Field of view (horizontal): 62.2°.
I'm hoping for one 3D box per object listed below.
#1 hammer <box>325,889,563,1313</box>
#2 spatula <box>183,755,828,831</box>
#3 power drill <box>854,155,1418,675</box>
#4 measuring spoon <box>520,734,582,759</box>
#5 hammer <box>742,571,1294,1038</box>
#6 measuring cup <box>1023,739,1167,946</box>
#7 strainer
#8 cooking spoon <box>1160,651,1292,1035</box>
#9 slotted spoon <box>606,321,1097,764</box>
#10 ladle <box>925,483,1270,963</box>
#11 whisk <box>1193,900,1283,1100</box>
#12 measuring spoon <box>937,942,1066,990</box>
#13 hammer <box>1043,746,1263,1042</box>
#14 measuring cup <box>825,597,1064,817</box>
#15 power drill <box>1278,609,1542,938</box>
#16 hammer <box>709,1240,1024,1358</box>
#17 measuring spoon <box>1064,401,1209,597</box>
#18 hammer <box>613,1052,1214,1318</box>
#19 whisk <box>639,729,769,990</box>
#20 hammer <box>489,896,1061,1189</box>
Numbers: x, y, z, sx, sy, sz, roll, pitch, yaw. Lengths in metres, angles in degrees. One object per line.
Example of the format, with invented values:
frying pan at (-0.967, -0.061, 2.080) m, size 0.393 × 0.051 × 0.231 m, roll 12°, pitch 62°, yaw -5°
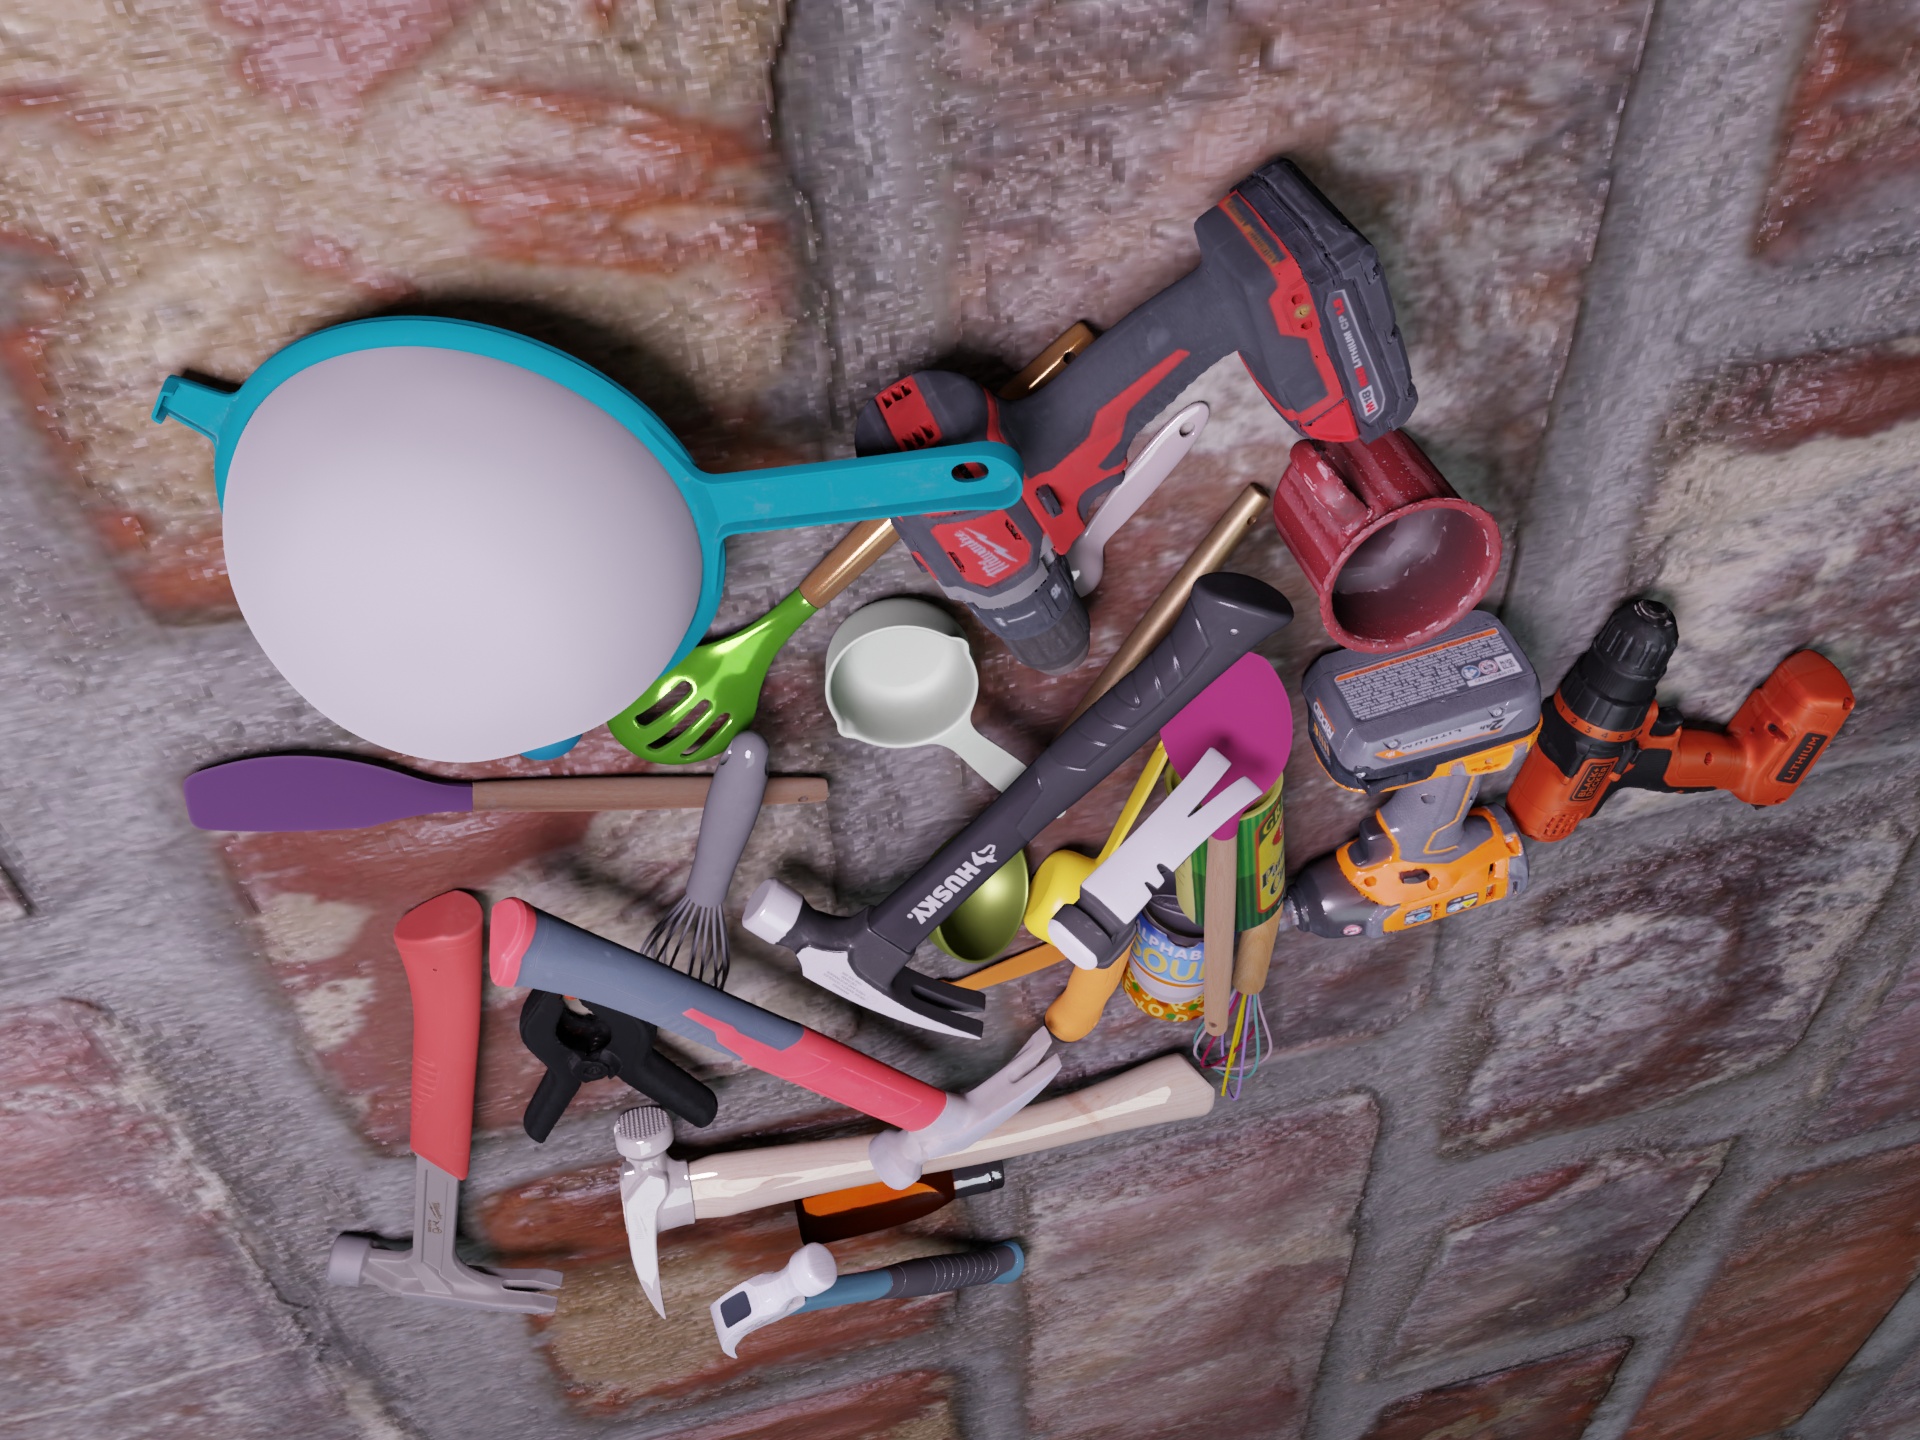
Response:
hammer at (-0.301, 0.241, 0.952) m, size 0.149 × 0.037 × 0.358 m, roll 11°, pitch 127°, yaw -9°
spatula at (-0.222, 0.037, 0.812) m, size 0.315 × 0.018 × 0.059 m, roll 0°, pitch 139°, yaw -18°
power drill at (0.083, -0.120, 0.713) m, size 0.226 × 0.080 × 0.187 m, roll -31°, pitch 141°, yaw 7°
measuring spoon at (-0.176, -0.025, 0.761) m, size 0.042 × 0.021 × 0.128 m, roll 38°, pitch 111°, yaw -22°
hammer at (0.040, 0.045, 0.808) m, size 0.146 × 0.035 × 0.334 m, roll 35°, pitch 121°, yaw -18°
measuring cup at (0.080, 0.063, 0.929) m, size 0.029 × 0.062 × 0.156 m, roll 23°, pitch 111°, yaw -10°
strainer at (-0.144, -0.055, 0.632) m, size 0.340 × 0.095 × 0.210 m, roll -5°, pitch 136°, yaw 11°
cooking spoon at (0.144, 0.078, 0.878) m, size 0.069 × 0.017 × 0.318 m, roll 11°, pitch 137°, yaw 18°
slotted spoon at (-0.055, -0.077, 0.757) m, size 0.313 × 0.031 × 0.070 m, roll -41°, pitch 122°, yaw 18°
ladle at (0.073, 0.009, 0.863) m, size 0.078 × 0.062 × 0.320 m, roll 6°, pitch 129°, yaw -45°
whisk at (0.188, 0.180, 1.058) m, size 0.047 × 0.051 × 0.244 m, roll -36°, pitch 148°, yaw -24°
measuring spoon at (0.032, 0.156, 1.022) m, size 0.117 × 0.011 × 0.021 m, roll -20°, pitch 135°, yaw -5°
hammer at (0.088, 0.125, 0.907) m, size 0.127 × 0.034 × 0.336 m, roll -44°, pitch 165°, yaw -18°
measuring cup at (-0.001, -0.003, 0.823) m, size 0.083 × 0.038 × 0.167 m, roll -37°, pitch 126°, yaw 20°
power drill at (0.259, 0.051, 0.950) m, size 0.164 × 0.084 × 0.226 m, roll -17°, pitch 139°, yaw 0°
hammer at (-0.051, 0.402, 1.139) m, size 0.128 × 0.033 × 0.330 m, roll -35°, pitch 152°, yaw 23°
measuring spoon at (0.083, -0.105, 0.783) m, size 0.034 × 0.018 × 0.124 m, roll 20°, pitch 122°, yaw -33°
hammer at (-0.022, 0.300, 1.086) m, size 0.410 × 0.038 × 0.146 m, roll -8°, pitch 111°, yaw -14°
whisk at (-0.135, 0.089, 0.859) m, size 0.055 × 0.055 × 0.238 m, roll 3°, pitch 135°, yaw -21°
hammer at (-0.097, 0.172, 0.895) m, size 0.143 × 0.038 × 0.385 m, roll -39°, pitch 136°, yaw 14°
